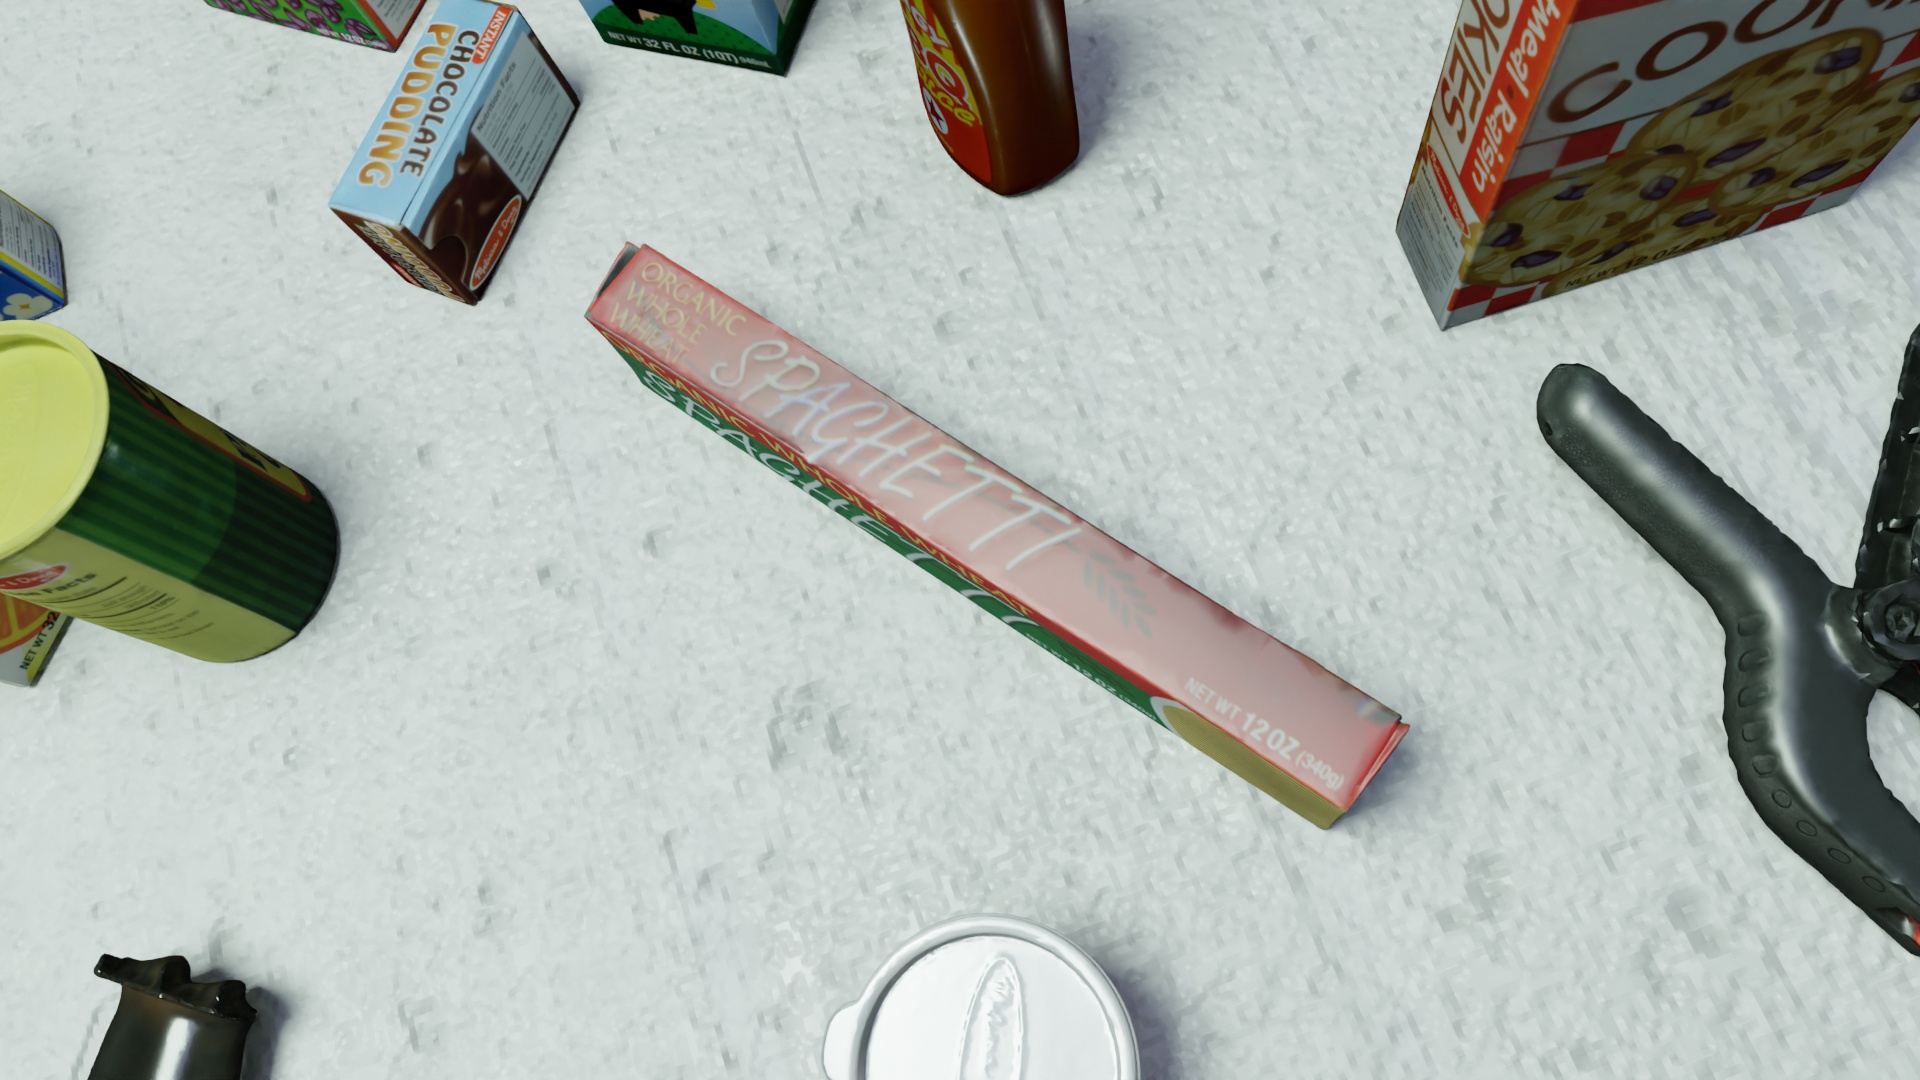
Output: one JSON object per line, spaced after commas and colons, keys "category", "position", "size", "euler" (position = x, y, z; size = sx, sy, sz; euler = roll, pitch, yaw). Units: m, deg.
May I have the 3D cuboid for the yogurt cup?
{"category": "yogurt cup", "position": [0.009, 0.126, 0.334], "size": [0.072, 0.053, 0.072], "euler": [-2, 72, 7]}

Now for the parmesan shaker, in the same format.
{"category": "parmesan shaker", "position": [-0.235, -0.009, 0.388], "size": [0.071, 0.103, 0.071], "euler": [-2, 72, 8]}

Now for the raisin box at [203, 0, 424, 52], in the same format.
{"category": "raisin box", "position": [-0.240, -0.220, 0.448], "size": [0.086, 0.123, 0.040], "euler": [18, 76, 13]}

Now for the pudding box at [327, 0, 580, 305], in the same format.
{"category": "pudding box", "position": [-0.160, -0.125, 0.444], "size": [0.030, 0.049, 0.084], "euler": [17, 75, 13]}

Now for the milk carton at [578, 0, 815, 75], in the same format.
{"category": "milk carton", "position": [-0.095, -0.225, 0.393], "size": [0.072, 0.190, 0.073], "euler": [15, 75, 13]}

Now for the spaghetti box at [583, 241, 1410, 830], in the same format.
{"category": "spaghetti box", "position": [0.001, -0.005, 0.381], "size": [0.250, 0.050, 0.029], "euler": [33, 80, 17]}

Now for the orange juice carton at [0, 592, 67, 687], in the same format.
{"category": "orange juice carton", "position": [-0.321, -0.024, 0.358], "size": [0.073, 0.192, 0.072], "euler": [17, 76, 13]}

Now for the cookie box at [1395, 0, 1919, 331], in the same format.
{"category": "cookie box", "position": [0.182, -0.119, 0.331], "size": [0.123, 0.167, 0.040], "euler": [-17, 71, 2]}

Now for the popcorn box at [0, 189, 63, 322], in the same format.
{"category": "popcorn box", "position": [-0.375, -0.085, 0.443], "size": [0.127, 0.085, 0.038], "euler": [-23, 70, 0]}

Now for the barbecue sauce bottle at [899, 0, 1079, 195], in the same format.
{"category": "barbecue sauce bottle", "position": [0.003, -0.159, 0.380], "size": [0.044, 0.148, 0.065], "euler": [-30, 71, -2]}
